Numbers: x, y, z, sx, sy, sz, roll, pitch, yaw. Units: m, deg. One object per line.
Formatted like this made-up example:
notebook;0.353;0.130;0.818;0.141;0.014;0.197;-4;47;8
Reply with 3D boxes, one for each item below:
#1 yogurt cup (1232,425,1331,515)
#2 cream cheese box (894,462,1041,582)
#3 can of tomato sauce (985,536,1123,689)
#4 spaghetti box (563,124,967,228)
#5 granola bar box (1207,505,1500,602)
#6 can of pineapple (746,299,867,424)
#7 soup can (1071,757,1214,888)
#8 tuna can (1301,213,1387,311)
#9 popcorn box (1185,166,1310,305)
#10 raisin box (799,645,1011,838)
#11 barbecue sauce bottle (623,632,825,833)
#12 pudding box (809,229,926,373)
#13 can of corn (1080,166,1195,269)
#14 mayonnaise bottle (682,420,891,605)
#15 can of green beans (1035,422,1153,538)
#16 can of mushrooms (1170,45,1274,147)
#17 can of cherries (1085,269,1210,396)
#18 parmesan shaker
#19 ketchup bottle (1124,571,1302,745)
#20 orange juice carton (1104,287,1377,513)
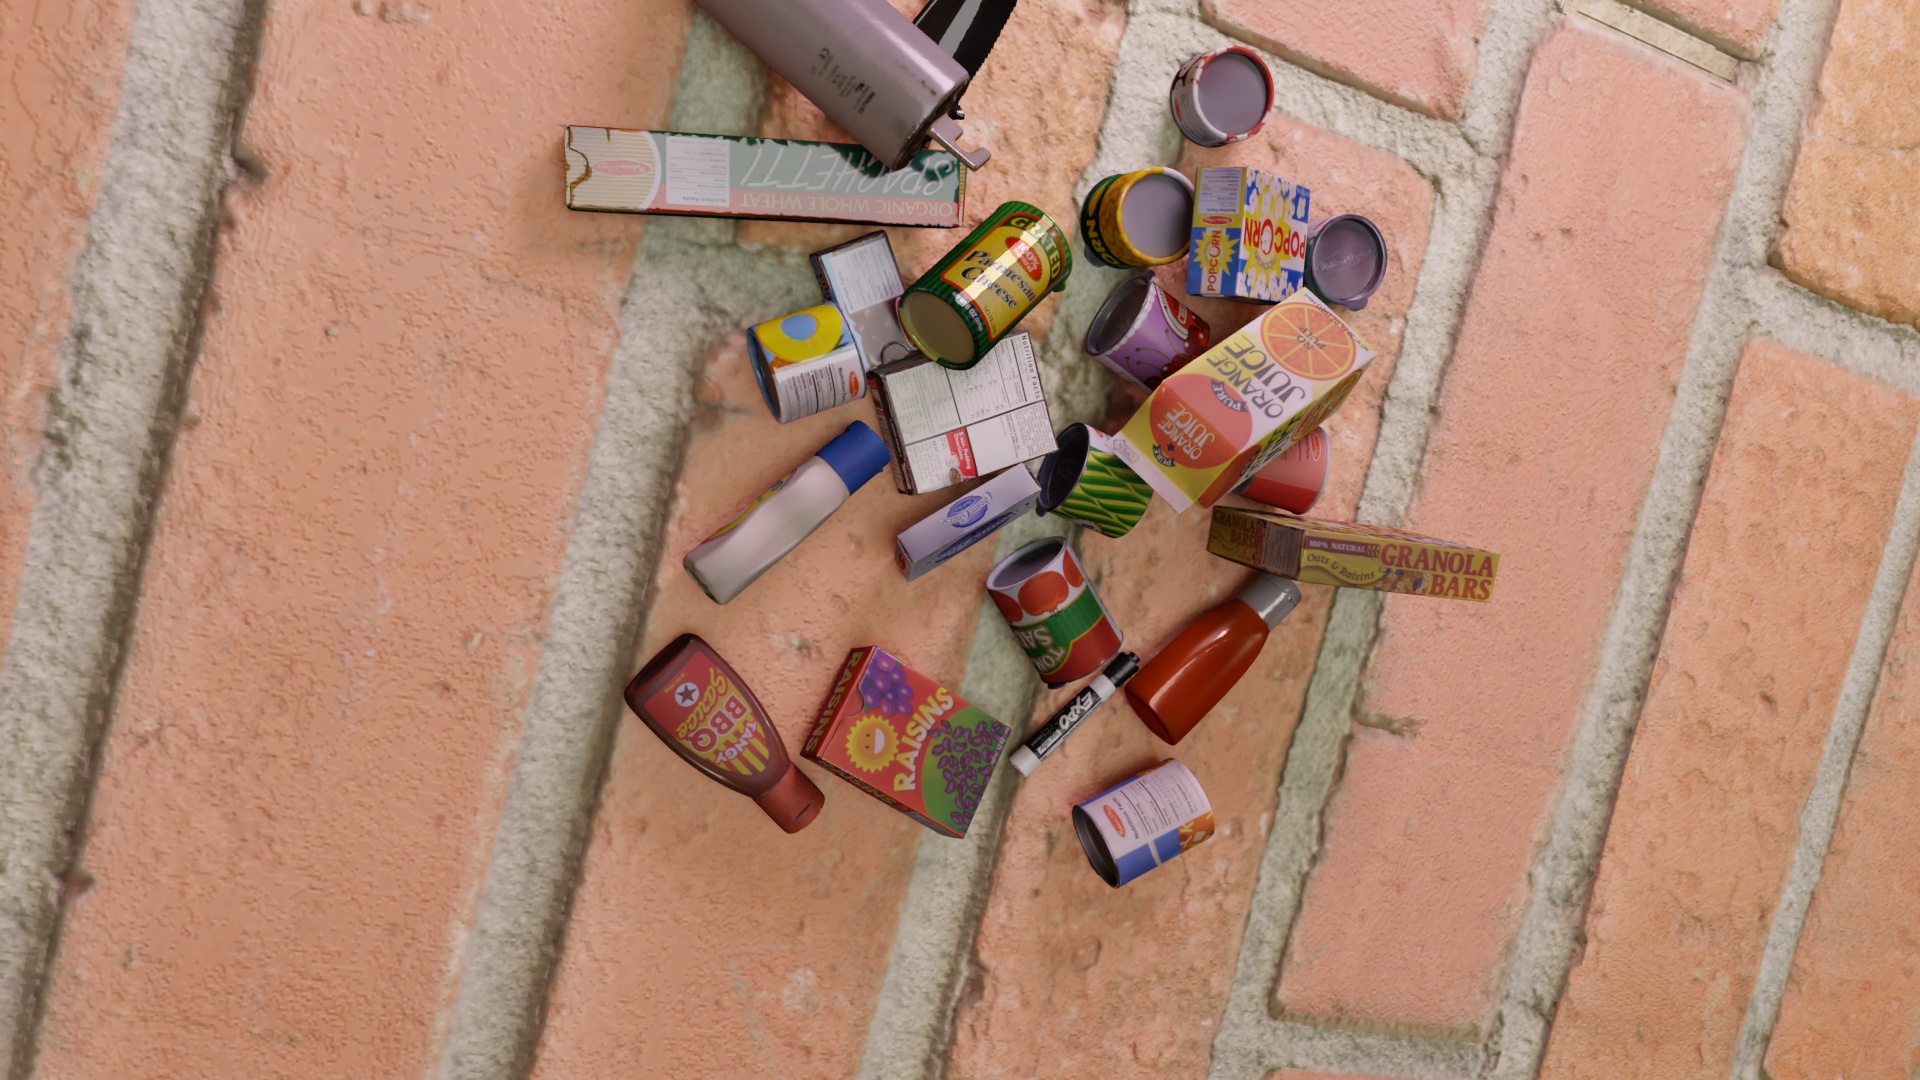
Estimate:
yogurt cup;0.231;-0.056;1.015;0.054;0.072;0.072;9;95;-13
cream cheese box;0.003;-0.012;0.944;0.104;0.053;0.024;-31;80;-13
can of tomato sauce;0.064;0.050;0.969;0.071;0.071;0.083;-35;107;-11
spaghetti box;-0.119;-0.226;0.874;0.250;0.029;0.050;-1;100;-16
granola bar box;0.283;0.010;1.010;0.166;0.124;0.039;6;97;-20
can of pineapple;-0.099;-0.115;0.888;0.058;0.071;0.071;-20;105;-15
soup can;0.134;0.208;1.020;0.084;0.071;0.071;-24;106;-15
tuna can;0.278;-0.204;1.025;0.071;0.033;0.071;-3;99;-19
popcorn box;0.201;-0.208;0.959;0.127;0.038;0.085;-9;105;-56
raisin box;-0.036;0.138;0.949;0.123;0.040;0.086;34;69;-21
barbecue sauce bottle;-0.150;0.132;0.918;0.065;0.043;0.148;-45;110;-14
pudding box;-0.061;-0.156;0.913;0.050;0.030;0.083;-24;106;-16
can of corn;0.123;-0.219;0.953;0.071;0.058;0.071;-3;99;-19
mayonnaise bottle;-0.111;-0.019;0.901;0.148;0.064;0.041;-41;101;-14
can of green beans;0.094;-0.041;0.966;0.058;0.071;0.071;23;91;-22
can of mushrooms;0.186;-0.313;0.975;0.071;0.033;0.071;-3;99;-18
can of cherries;0.131;-0.143;0.962;0.058;0.071;0.071;32;87;-21
parmesan shaker;0.019;-0.163;0.904;0.103;0.071;0.071;-47;111;-28
ketchup bottle;0.190;0.082;1.029;0.149;0.043;0.064;-42;130;-10
orange juice carton;0.188;-0.089;0.947;0.193;0.072;0.072;-34;71;-27
